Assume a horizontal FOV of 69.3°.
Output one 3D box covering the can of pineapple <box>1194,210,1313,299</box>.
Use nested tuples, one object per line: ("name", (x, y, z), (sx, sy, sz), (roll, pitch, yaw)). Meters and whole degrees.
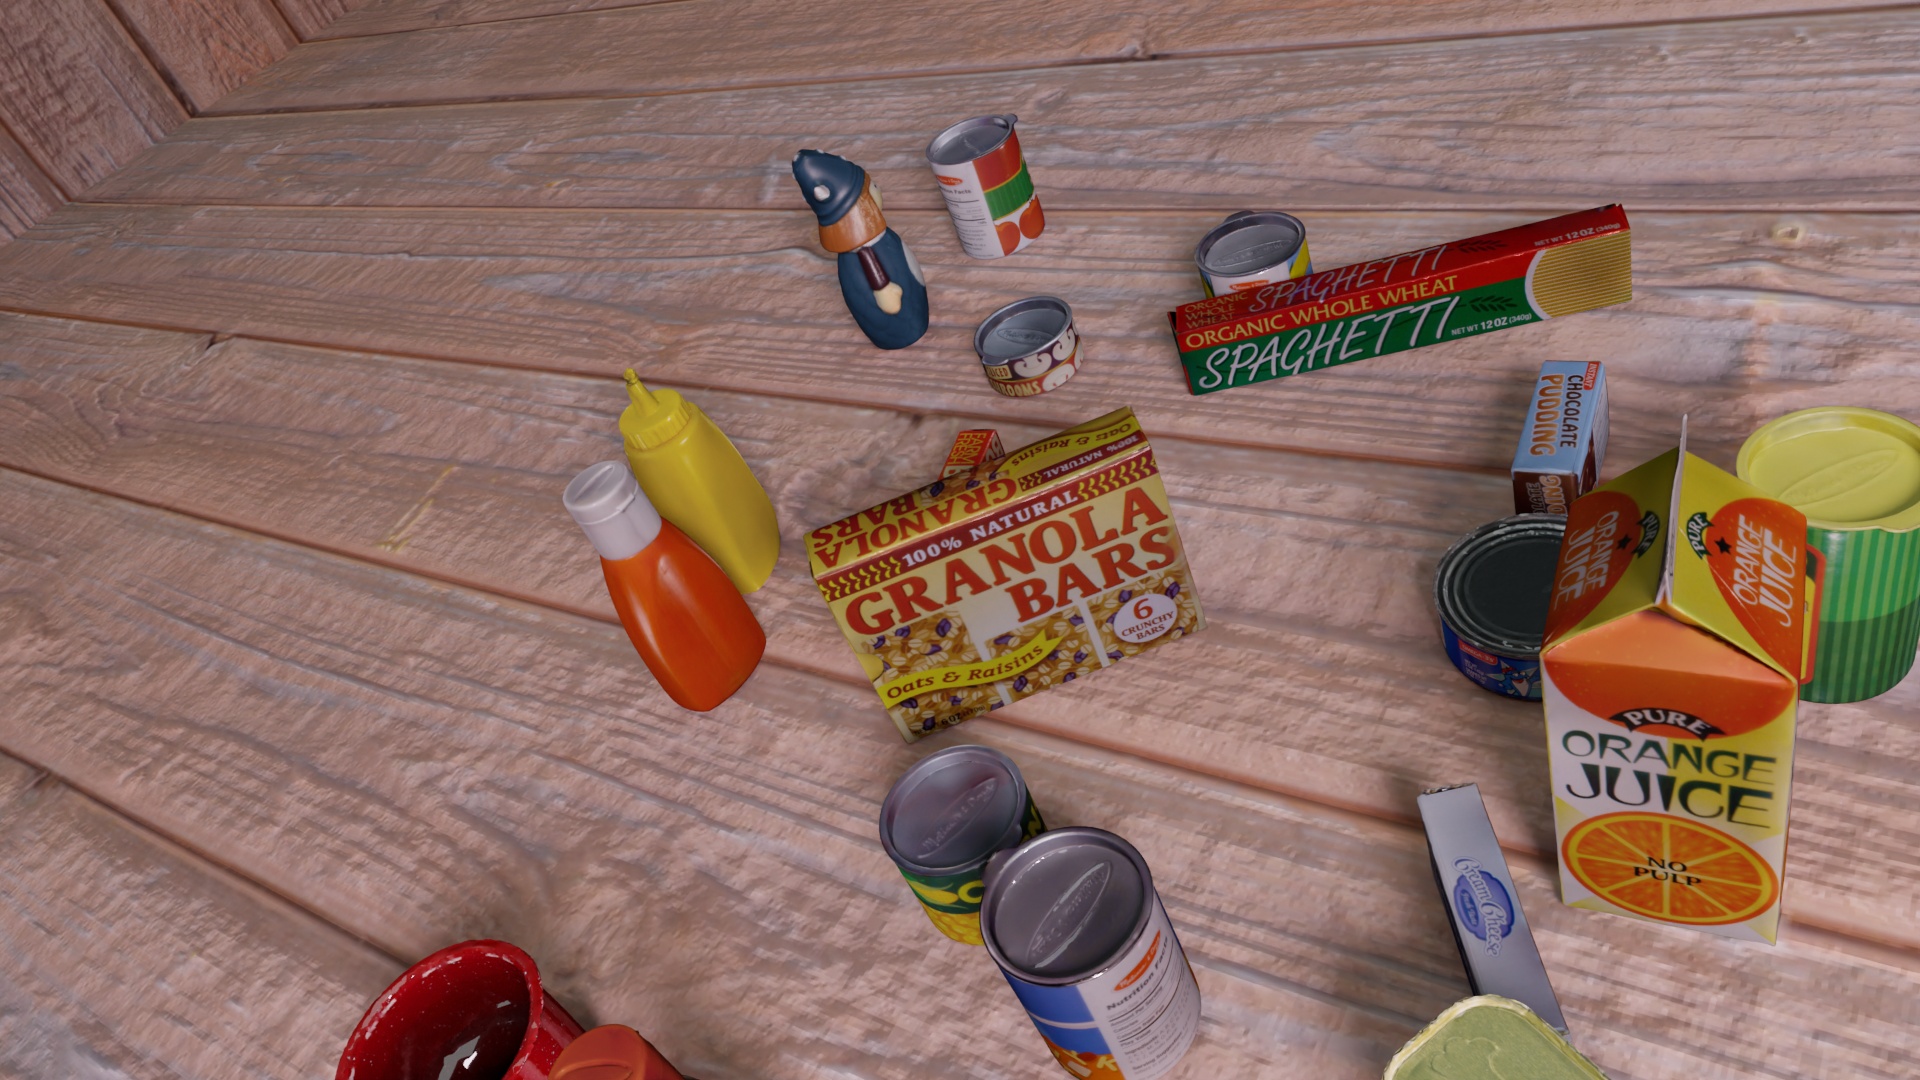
("can of pineapple", (0.181, -0.158, 0.843), (0.071, 0.057, 0.071), (-14, 40, 12))

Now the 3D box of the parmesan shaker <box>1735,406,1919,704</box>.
("parmesan shaker", (0.340, 0.009, 0.540), (0.071, 0.102, 0.072), (-14, 40, 13))

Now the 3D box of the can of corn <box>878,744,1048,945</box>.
("can of corn", (0.007, 0.134, 0.604), (0.071, 0.058, 0.071), (-14, 40, 12))

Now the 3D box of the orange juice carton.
("orange juice carton", (0.243, 0.051, 0.472), (0.073, 0.191, 0.072), (5, 47, 31))

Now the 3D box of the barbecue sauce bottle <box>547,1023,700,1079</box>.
("barbecue sauce bottle", (-0.092, 0.221, 0.487), (0.065, 0.148, 0.044), (-10, 41, 17))

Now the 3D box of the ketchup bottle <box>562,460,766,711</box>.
("ketchup bottle", (-0.158, 0.023, 0.741), (0.043, 0.148, 0.065), (12, 52, 36))

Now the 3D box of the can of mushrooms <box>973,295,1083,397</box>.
("can of mushrooms", (0.043, -0.123, 0.893), (0.071, 0.033, 0.071), (-14, 40, 12))

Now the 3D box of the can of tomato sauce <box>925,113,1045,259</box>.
("can of tomato sauce", (0.021, -0.259, 1.017), (0.071, 0.082, 0.071), (-14, 40, 13))

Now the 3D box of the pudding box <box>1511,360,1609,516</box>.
("pudding box", (0.289, -0.043, 0.666), (0.030, 0.049, 0.084), (5, 48, 32))

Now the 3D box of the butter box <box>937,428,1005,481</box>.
("butter box", (0.003, -0.010, 0.771), (0.024, 0.053, 0.104), (-1, 45, 26))

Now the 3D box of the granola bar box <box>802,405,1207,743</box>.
("granola bar box", (0.025, 0.020, 0.670), (0.165, 0.123, 0.039), (-22, 39, 3))

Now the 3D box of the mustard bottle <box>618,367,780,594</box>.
("mustard bottle", (-0.156, -0.039, 0.799), (0.049, 0.159, 0.066), (-7, 43, 21))

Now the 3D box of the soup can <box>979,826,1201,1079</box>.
("soup can", (0.050, 0.160, 0.534), (0.071, 0.083, 0.072), (-14, 40, 13))

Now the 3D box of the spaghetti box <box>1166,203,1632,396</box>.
("spaghetti box", (0.246, -0.134, 0.789), (0.250, 0.050, 0.029), (-11, 41, 15))

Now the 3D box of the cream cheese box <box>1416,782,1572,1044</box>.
("cream cheese box", (0.193, 0.145, 0.502), (0.024, 0.053, 0.104), (-15, 40, 12))
